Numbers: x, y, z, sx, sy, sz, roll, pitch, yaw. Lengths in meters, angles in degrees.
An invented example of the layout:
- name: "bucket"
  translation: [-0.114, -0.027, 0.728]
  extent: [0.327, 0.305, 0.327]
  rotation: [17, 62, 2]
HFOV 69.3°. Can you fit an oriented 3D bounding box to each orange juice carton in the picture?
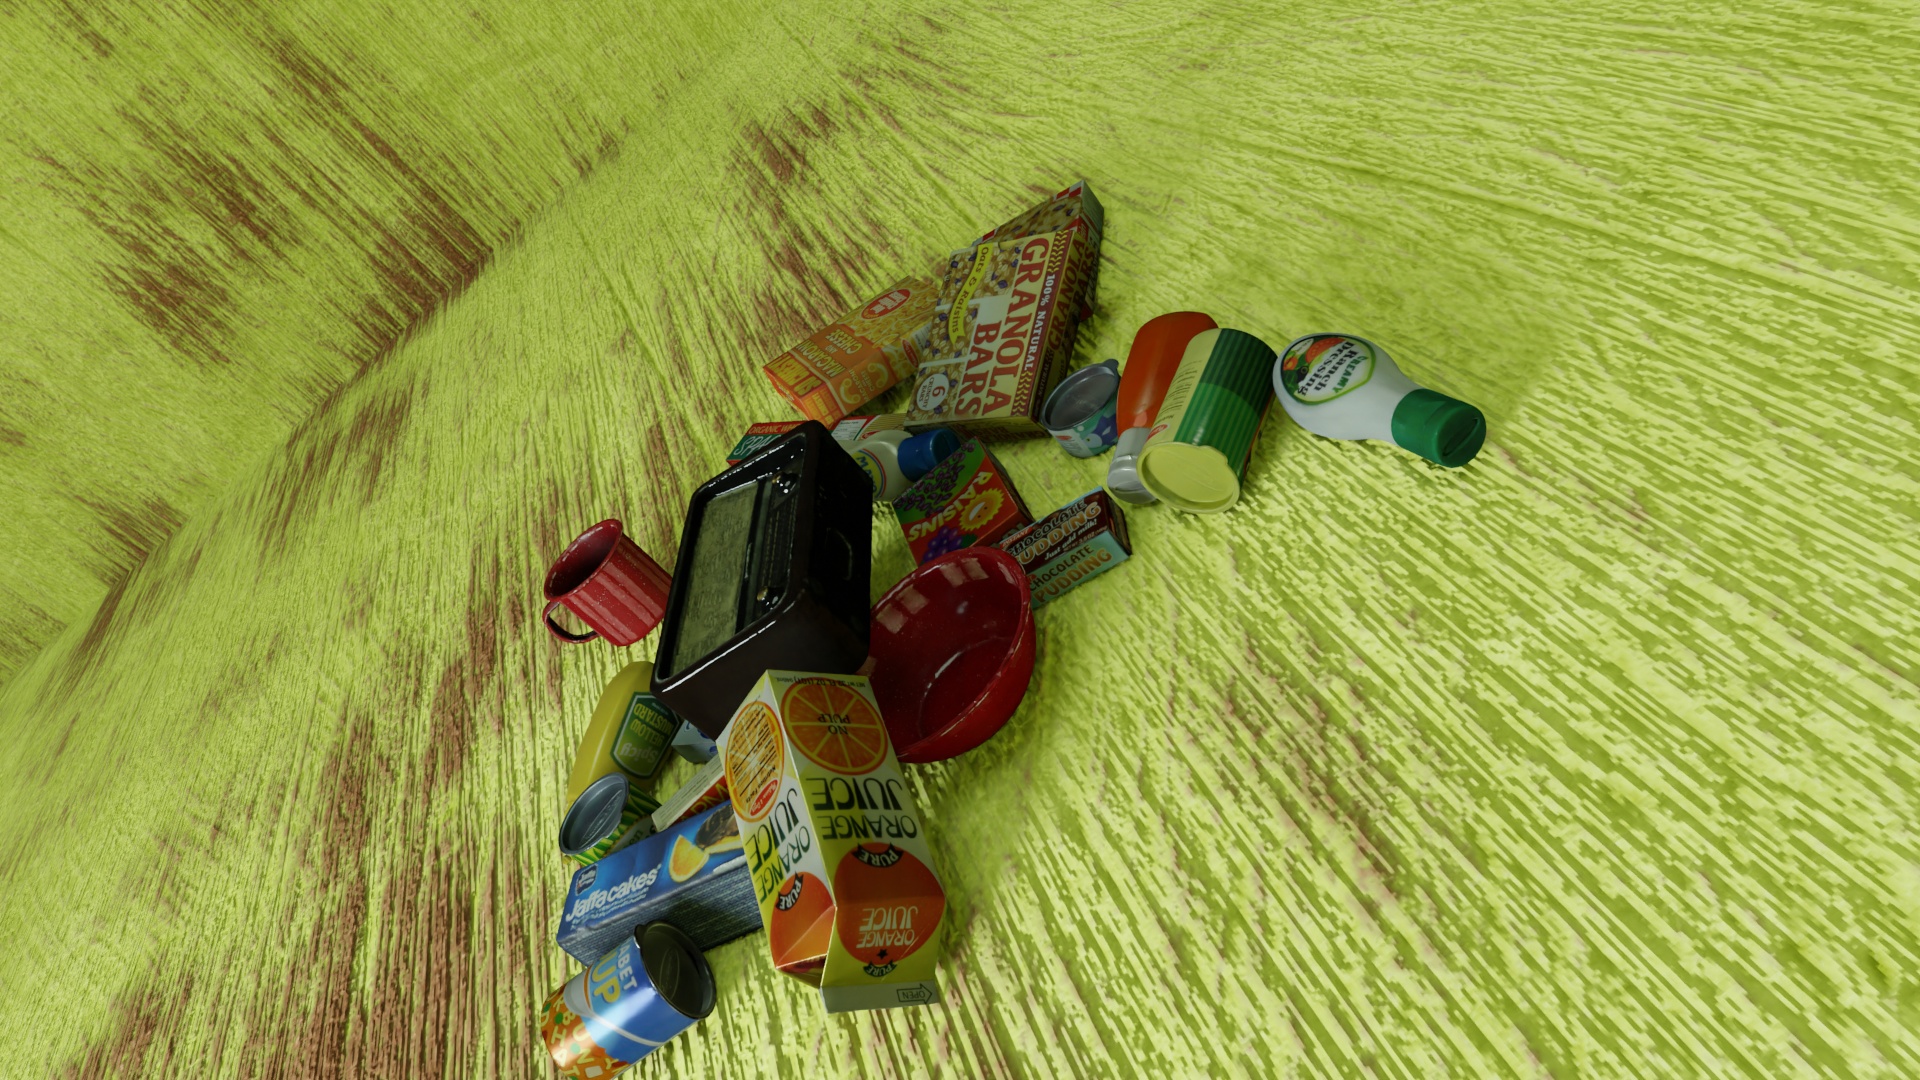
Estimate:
- name: "orange juice carton"
  translation: [-0.070, 0.171, 0.775]
  extent: [0.072, 0.072, 0.193]
  rotation: [-52, 45, 34]

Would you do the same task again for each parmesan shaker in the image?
- name: "parmesan shaker"
  translation: [0.160, -0.077, 0.877]
  extent: [0.071, 0.071, 0.103]
  rotation: [-7, 45, 44]

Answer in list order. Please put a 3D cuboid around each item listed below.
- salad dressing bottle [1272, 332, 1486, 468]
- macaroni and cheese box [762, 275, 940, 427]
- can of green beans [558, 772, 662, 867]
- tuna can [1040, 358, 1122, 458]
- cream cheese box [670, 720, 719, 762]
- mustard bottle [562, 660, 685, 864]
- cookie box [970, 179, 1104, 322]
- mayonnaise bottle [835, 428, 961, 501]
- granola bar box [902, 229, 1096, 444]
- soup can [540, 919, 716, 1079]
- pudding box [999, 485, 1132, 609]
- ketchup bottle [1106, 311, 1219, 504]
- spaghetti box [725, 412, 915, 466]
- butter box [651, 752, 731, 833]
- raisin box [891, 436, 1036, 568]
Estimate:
- name: "salad dressing bottle"
  translation: [0.243, -0.082, 0.813]
  extent: [0.064, 0.044, 0.148]
  rotation: [-45, 32, -2]
- name: "macaroni and cheese box"
  translation: [-0.085, -0.172, 1.262]
  extent: [0.167, 0.040, 0.124]
  rotation: [-34, 30, -9]
- name: "can of green beans"
  translation: [-0.240, 0.208, 0.982]
  extent: [0.071, 0.057, 0.071]
  rotation: [-29, 34, 21]
- name: "tuna can"
  translation: [0.096, -0.096, 1.004]
  extent: [0.071, 0.032, 0.071]
  rotation: [-28, 34, 22]
- name: "cream cheese box"
  translation: [-0.163, 0.134, 1.020]
  extent: [0.103, 0.024, 0.053]
  rotation: [-11, 42, 41]
- name: "mustard bottle"
  translation: [-0.259, 0.171, 1.048]
  extent: [0.048, 0.065, 0.161]
  rotation: [-15, 46, 45]
- name: "cookie box"
  translation: [0.060, -0.228, 1.200]
  extent: [0.122, 0.040, 0.168]
  rotation: [-24, 35, 28]
- name: "mayonnaise bottle"
  translation: [-0.064, -0.057, 1.103]
  extent: [0.148, 0.064, 0.041]
  rotation: [-11, 11, 41]
- name: "granola bar box"
  translation: [0.030, -0.159, 1.094]
  extent: [0.124, 0.039, 0.166]
  rotation: [-1, 66, 39]
- name: "soup can"
  translation: [-0.203, 0.279, 0.842]
  extent: [0.083, 0.071, 0.071]
  rotation: [-36, 32, 10]
- name: "pudding box"
  translation: [0.068, 0.005, 0.914]
  extent: [0.083, 0.030, 0.050]
  rotation: [-29, 33, 20]
- name: "ketchup bottle"
  translation: [0.134, -0.092, 0.946]
  extent: [0.064, 0.043, 0.149]
  rotation: [-9, 45, 36]
- name: "spaghetti box"
  translation: [-0.123, -0.083, 1.236]
  extent: [0.250, 0.028, 0.050]
  rotation: [2, 53, 49]
- name: "butter box"
  translation: [-0.153, 0.170, 0.937]
  extent: [0.103, 0.053, 0.024]
  rotation: [-44, 34, -1]
- name: "raisin box"
  translation: [0.004, -0.013, 1.000]
  extent: [0.086, 0.040, 0.124]
  rotation: [-37, 30, 7]
